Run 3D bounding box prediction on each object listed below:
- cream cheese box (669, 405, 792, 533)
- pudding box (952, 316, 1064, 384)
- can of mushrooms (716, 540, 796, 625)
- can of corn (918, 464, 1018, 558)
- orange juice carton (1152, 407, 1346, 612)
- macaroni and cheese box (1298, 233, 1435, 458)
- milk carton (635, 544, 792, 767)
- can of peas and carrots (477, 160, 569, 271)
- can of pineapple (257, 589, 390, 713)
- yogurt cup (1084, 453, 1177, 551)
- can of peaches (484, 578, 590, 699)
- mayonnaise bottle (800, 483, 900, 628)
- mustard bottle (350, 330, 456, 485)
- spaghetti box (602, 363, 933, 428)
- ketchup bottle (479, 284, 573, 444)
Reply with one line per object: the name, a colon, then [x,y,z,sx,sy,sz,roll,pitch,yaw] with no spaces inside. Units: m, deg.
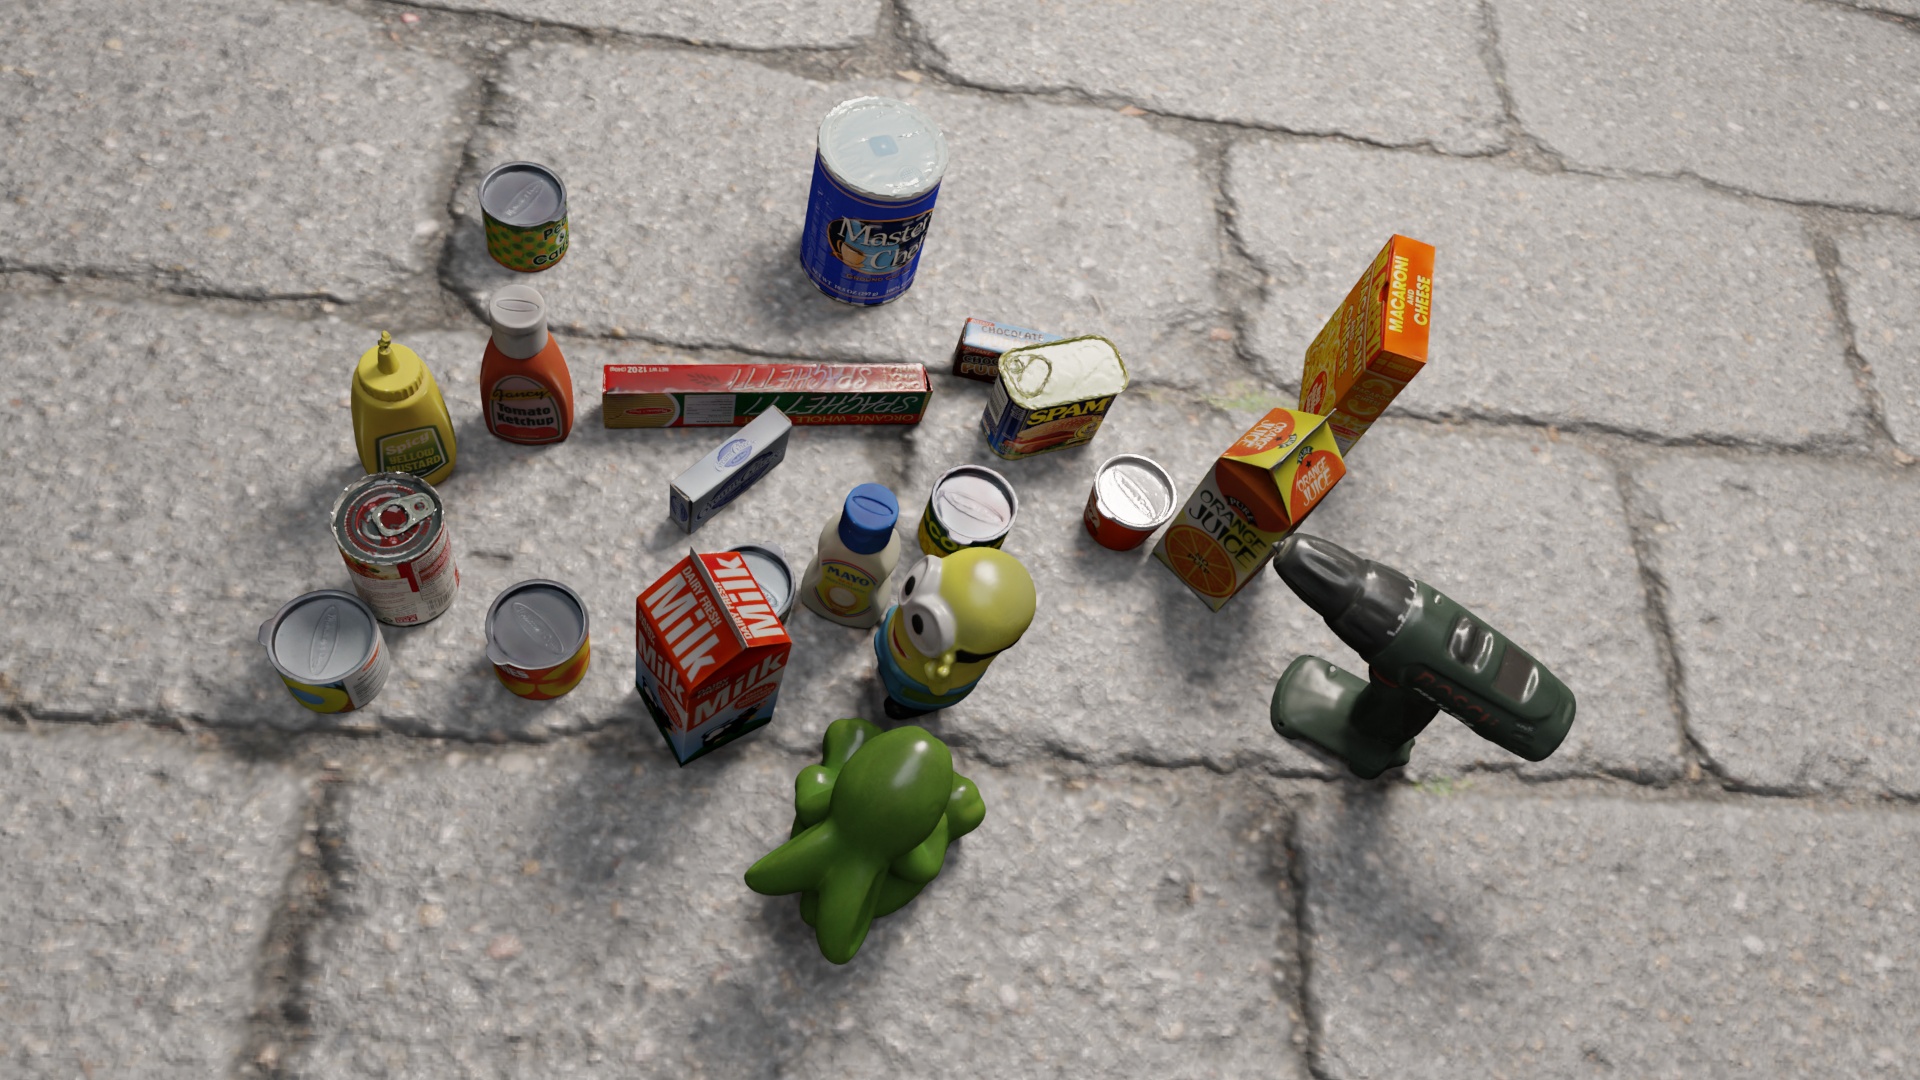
cream cheese box: [-0.171,-0.053,1.035,0.024,0.053,0.104,42,61,10]
pudding box: [0.039,-0.152,1.141,0.084,0.049,0.030,12,61,-7]
can of mushrooms: [-0.152,0.036,1.004,0.071,0.033,0.071,6,61,-10]
can of corn: [0.004,-0.013,1.053,0.071,0.058,0.071,6,61,-10]
orange juice carton: [0.220,-0.030,1.035,0.072,0.191,0.073,-39,77,-27]
macaroni and cheese box: [0.329,-0.151,1.142,0.040,0.165,0.124,17,60,-4]
milk carton: [-0.161,0.072,0.892,0.074,0.189,0.072,-26,71,-24]
can of peas and carrots: [-0.343,-0.255,1.101,0.071,0.058,0.071,6,61,-10]
can of pineapple: [-0.413,0.073,0.908,0.071,0.057,0.071,6,61,-10]
yogurt cup: [0.131,-0.027,1.093,0.072,0.053,0.073,6,61,-10]
can of peaches: [-0.287,0.069,0.940,0.071,0.057,0.071,6,61,-10]
mayonnaise bottle: [-0.073,0.011,0.970,0.065,0.147,0.041,21,60,-2]
mustard bottle: [-0.383,-0.090,0.944,0.065,0.159,0.049,-18,68,-21]
spaghetti box: [-0.148,-0.112,1.075,0.250,0.050,0.029,-2,63,-14]
ketchup bottle: [-0.310,-0.123,0.986,0.065,0.148,0.044,3,62,-12]
